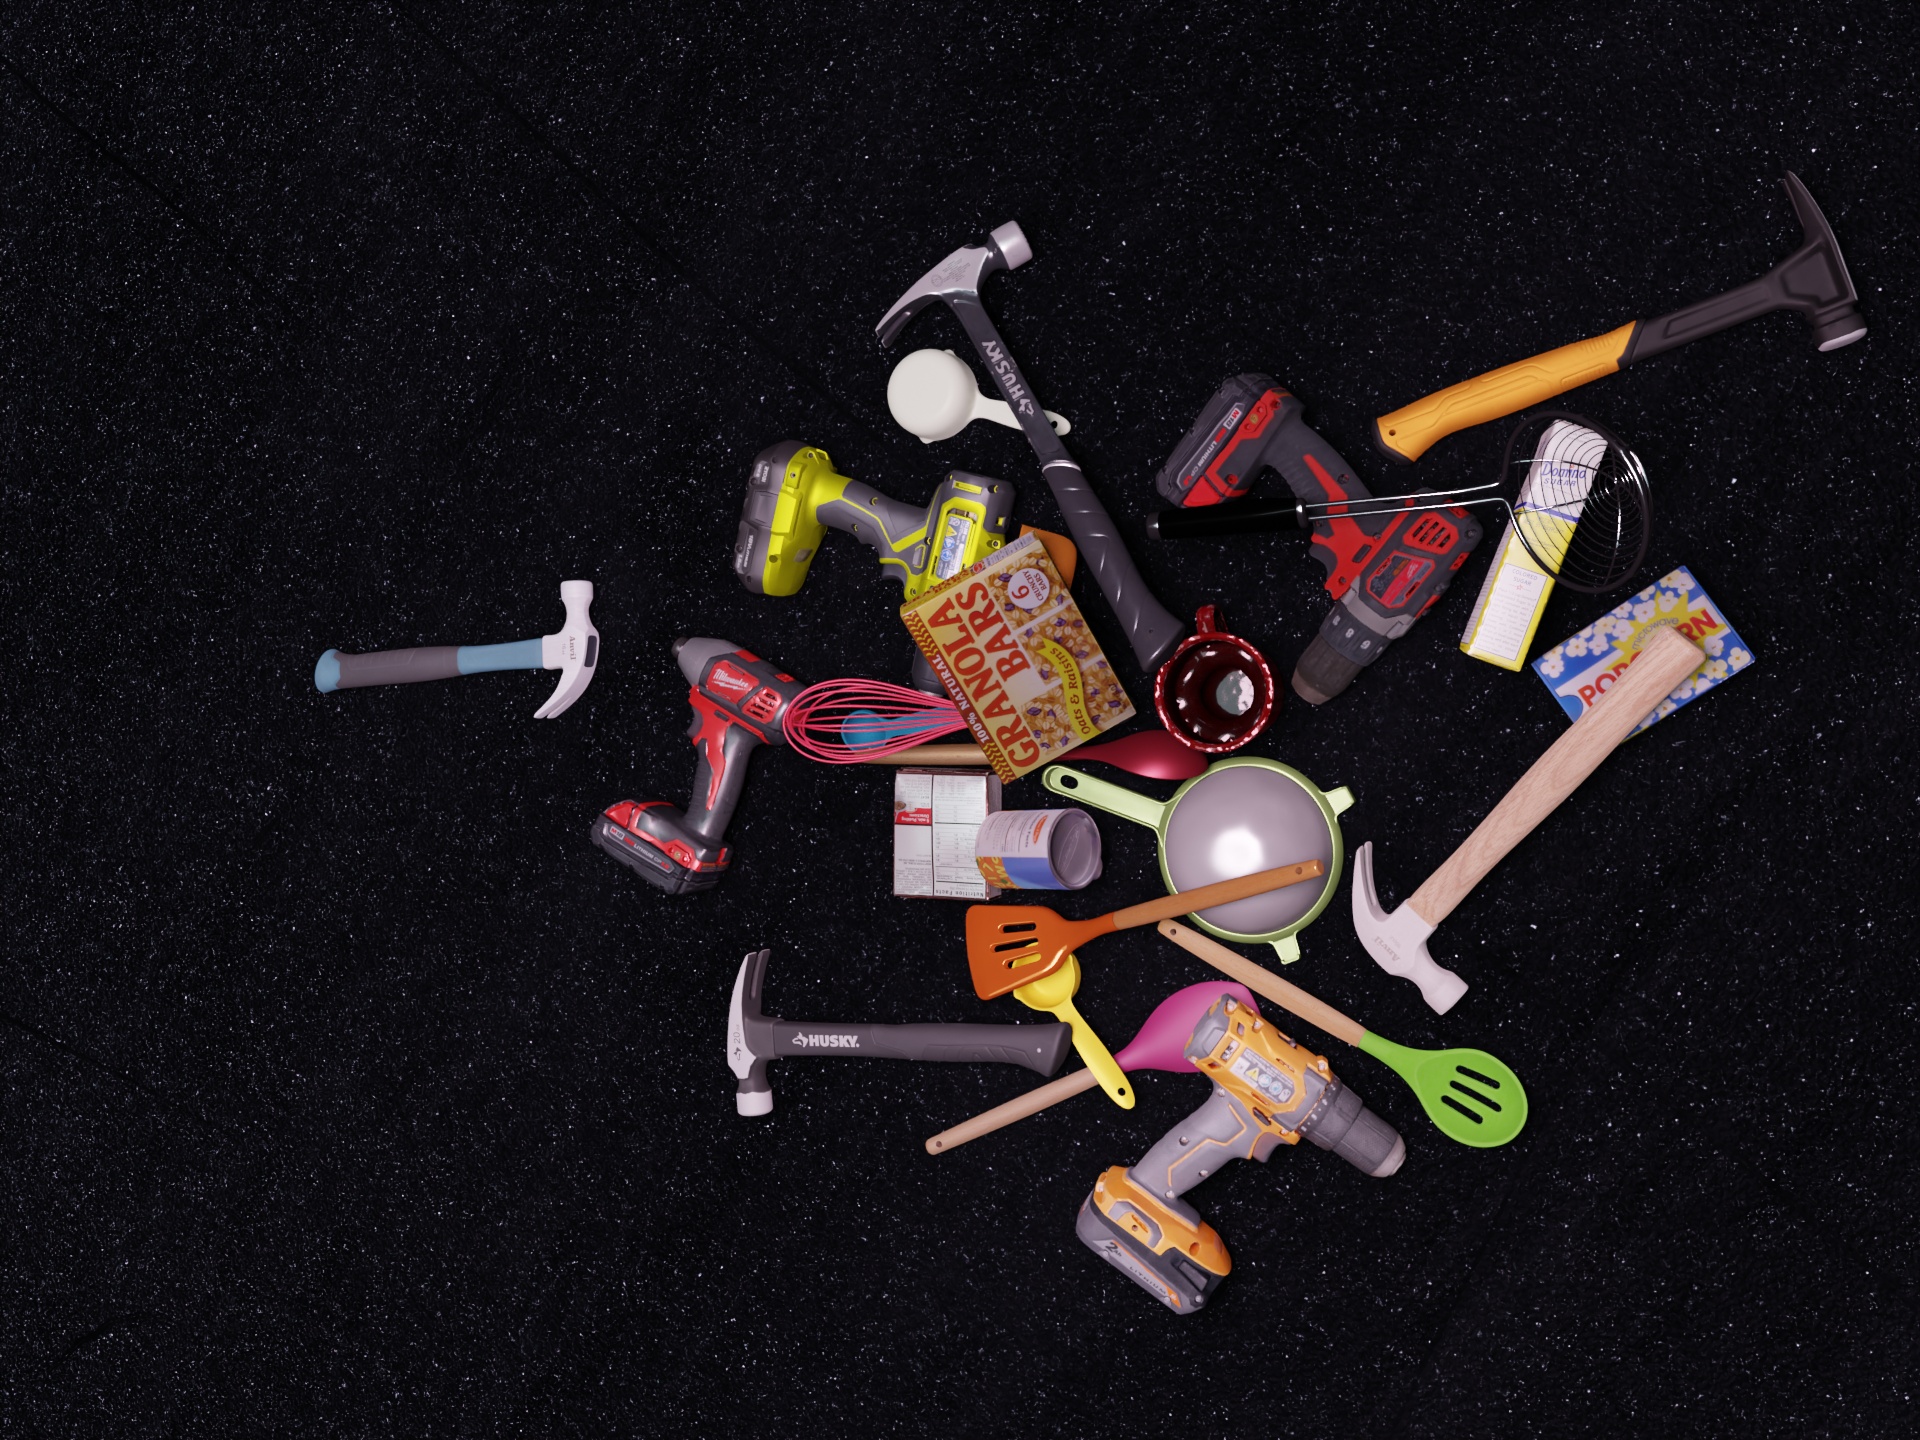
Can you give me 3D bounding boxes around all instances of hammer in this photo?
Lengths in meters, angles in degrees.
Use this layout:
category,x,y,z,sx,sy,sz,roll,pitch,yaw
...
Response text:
category,x,y,z,sx,sy,sz,roll,pitch,yaw
hammer,-0.501,-0.060,1.568,0.331,0.033,0.128,-4,88,22
hammer,0.414,0.063,1.172,0.130,0.031,0.331,44,116,17
hammer,0.068,-0.215,1.282,0.149,0.036,0.409,-28,69,6
hammer,0.467,-0.276,1.174,0.337,0.034,0.127,-20,84,21
hammer,-0.059,0.272,1.375,0.335,0.035,0.146,-5,89,28

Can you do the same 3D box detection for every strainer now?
category,x,y,z,sx,sy,sz,roll,pitch,yaw
strainer,0.176,0.087,1.275,0.256,0.069,0.151,20,98,19

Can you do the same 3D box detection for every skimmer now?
category,x,y,z,sx,sy,sz,roll,pitch,yaw
skimmer,0.294,-0.142,1.120,0.363,0.090,0.127,-2,117,29

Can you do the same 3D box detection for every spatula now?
category,x,y,z,sx,sy,sz,roll,pitch,yaw
spatula,0.139,0.153,1.257,0.322,0.041,0.081,-21,67,37

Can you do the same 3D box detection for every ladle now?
category,x,y,z,sx,sy,sz,roll,pitch,yaw
ladle,0.051,0.028,1.332,0.315,0.069,0.031,-1,113,25

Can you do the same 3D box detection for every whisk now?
category,x,y,z,sx,sy,sz,roll,pitch,yaw
whisk,-0.002,-0.004,1.324,0.296,0.073,0.073,-3,90,3

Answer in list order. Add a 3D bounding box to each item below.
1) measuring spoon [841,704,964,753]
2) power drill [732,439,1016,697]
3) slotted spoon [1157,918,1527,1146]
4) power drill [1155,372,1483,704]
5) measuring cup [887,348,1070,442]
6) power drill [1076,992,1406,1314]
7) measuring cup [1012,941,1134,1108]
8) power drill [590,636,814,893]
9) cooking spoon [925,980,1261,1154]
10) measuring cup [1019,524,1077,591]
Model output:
category,x,y,z,sx,sy,sz,roll,pitch,yaw
measuring spoon,-0.042,0.000,1.394,0.128,0.021,0.042,-11,113,13
power drill,-0.076,-0.137,1.373,0.228,0.080,0.190,18,102,19
slotted spoon,0.294,0.235,1.253,0.314,0.031,0.070,28,95,21
power drill,0.262,-0.141,1.234,0.227,0.080,0.188,41,116,13
measuring cup,0.013,-0.269,1.354,0.168,0.038,0.083,18,97,23
power drill,0.221,0.356,1.256,0.185,0.084,0.226,35,99,8
measuring cup,0.101,0.254,1.327,0.062,0.029,0.157,-39,76,17
power drill,-0.238,0.035,1.441,0.143,0.078,0.219,31,99,19
cooking spoon,0.105,0.301,1.333,0.319,0.017,0.069,-28,80,19
measuring cup,0.057,-0.076,1.328,0.052,0.095,0.173,12,118,1
